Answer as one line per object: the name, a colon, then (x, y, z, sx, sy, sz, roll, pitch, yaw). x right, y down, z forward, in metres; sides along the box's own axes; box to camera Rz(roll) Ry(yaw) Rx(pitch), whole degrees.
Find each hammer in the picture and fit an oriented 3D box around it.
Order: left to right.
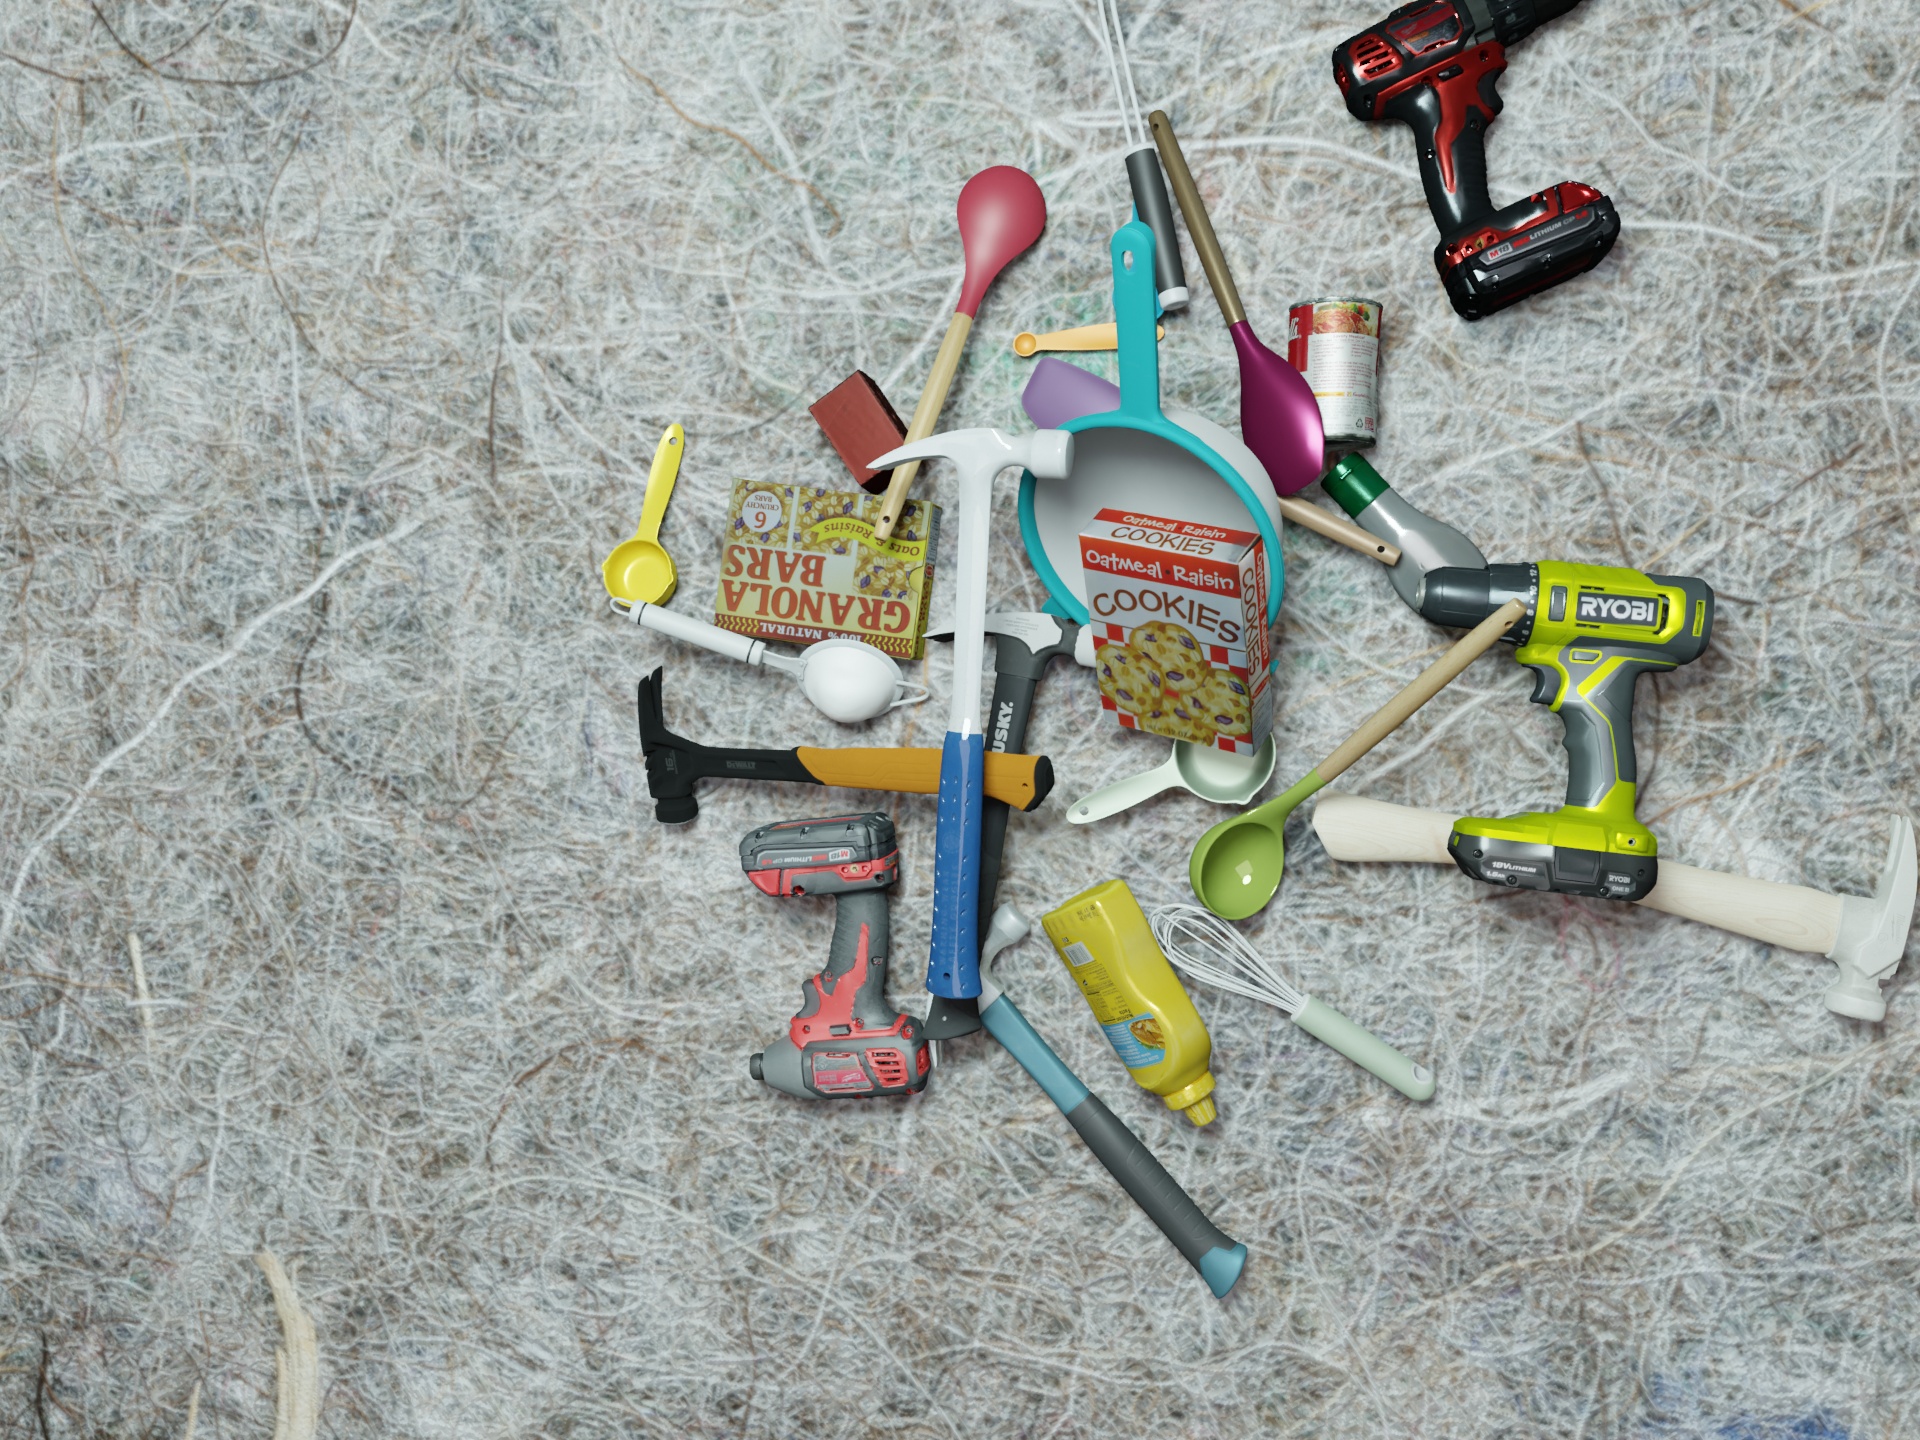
hammer: (-0.092, 0.028, 1.210, 0.337, 0.034, 0.127, 3, 112, 21)
hammer: (-0.002, -0.004, 1.133, 0.144, 0.035, 0.405, 5, 98, 17)
hammer: (0.015, 0.081, 1.212, 0.146, 0.035, 0.335, 11, 90, 25)
hammer: (0.101, 0.305, 1.227, 0.128, 0.033, 0.331, -43, 84, 8)
hammer: (0.465, 0.099, 1.153, 0.410, 0.038, 0.146, 12, 92, 11)

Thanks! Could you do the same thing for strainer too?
strainer: (-0.152, -0.047, 1.237, 0.258, 0.050, 0.086, 19, 136, 1)
strainer: (0.146, -0.197, 1.115, 0.211, 0.095, 0.340, 18, 135, 29)

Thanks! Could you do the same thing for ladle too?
ladle: (-0.008, -0.283, 1.206, 0.069, 0.031, 0.315, 20, 84, -1)
ladle: (0.277, 0.031, 1.118, 0.078, 0.062, 0.320, 22, 128, -30)

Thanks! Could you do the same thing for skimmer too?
skimmer: (0.105, -0.485, 1.176, 0.127, 0.090, 0.363, -15, 86, 32)

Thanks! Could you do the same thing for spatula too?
spatula: (0.184, -0.189, 1.194, 0.316, 0.018, 0.060, 29, 99, 17)

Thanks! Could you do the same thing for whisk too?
whisk: (0.248, 0.212, 1.196, 0.246, 0.058, 0.059, 33, 131, 6)

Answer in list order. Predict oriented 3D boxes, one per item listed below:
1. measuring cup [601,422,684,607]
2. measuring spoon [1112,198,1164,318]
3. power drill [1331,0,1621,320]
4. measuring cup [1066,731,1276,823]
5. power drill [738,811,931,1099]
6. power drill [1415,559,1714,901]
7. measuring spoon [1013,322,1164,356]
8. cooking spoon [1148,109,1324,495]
measuring cup: (-0.246, -0.164, 1.294, 0.062, 0.029, 0.156, 12, 81, 10)
measuring spoon: (0.139, -0.362, 1.219, 0.042, 0.021, 0.129, 5, 83, -3)
power drill: (0.392, -0.426, 1.139, 0.188, 0.080, 0.227, -23, 84, 10)
measuring cup: (0.159, 0.041, 1.210, 0.167, 0.038, 0.083, -24, 87, 12)
power drill: (-0.106, 0.189, 1.245, 0.143, 0.078, 0.219, -6, 93, 11)
power drill: (0.406, 0.001, 1.105, 0.190, 0.080, 0.228, 6, 91, 9)
measuring spoon: (0.099, -0.294, 1.230, 0.117, 0.011, 0.021, -3, 81, 7)
cooking spoon: (0.197, -0.315, 1.179, 0.069, 0.017, 0.319, -31, 72, 44)
